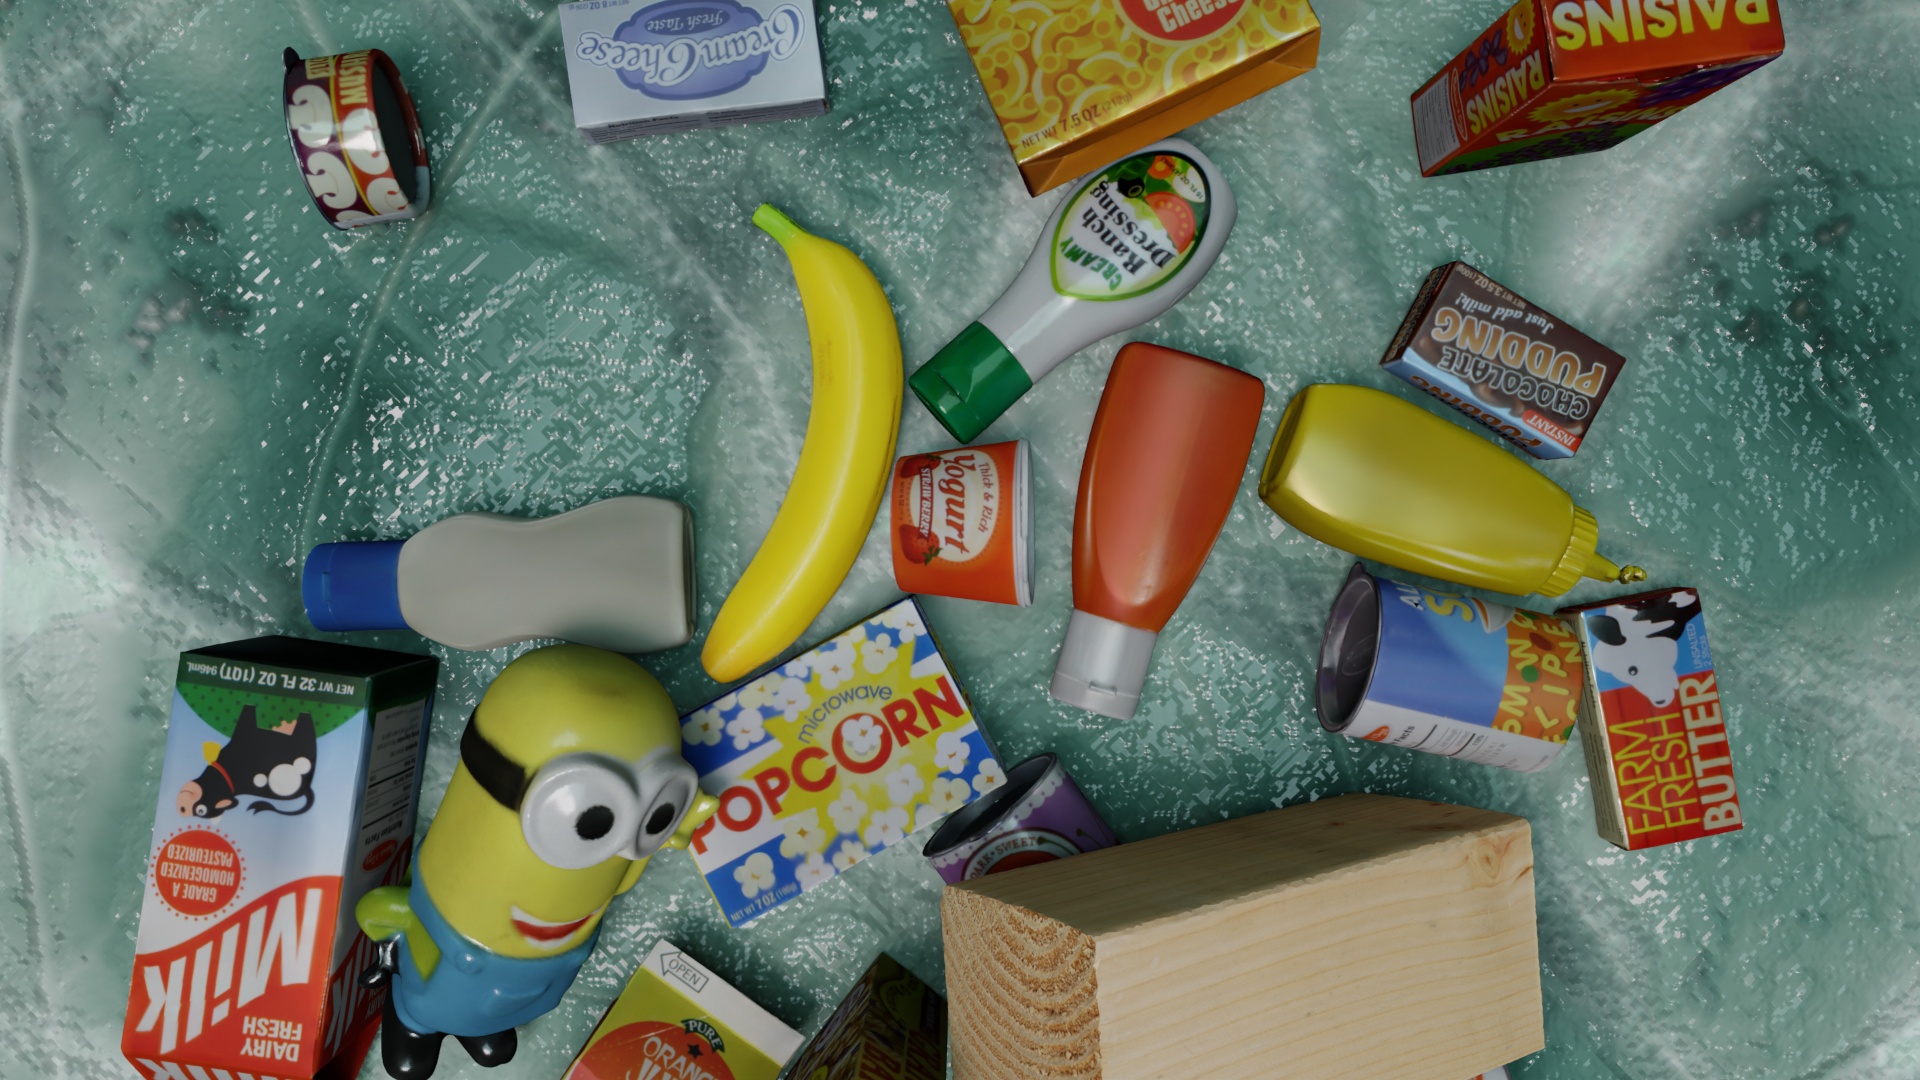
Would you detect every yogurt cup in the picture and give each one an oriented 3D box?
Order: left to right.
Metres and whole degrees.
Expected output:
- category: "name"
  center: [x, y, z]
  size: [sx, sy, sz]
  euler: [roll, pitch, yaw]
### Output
- category: "yogurt cup"
  center: [0.002, -0.007, 0.555]
  size: [0.054, 0.072, 0.072]
  euler: [-1, 90, 6]

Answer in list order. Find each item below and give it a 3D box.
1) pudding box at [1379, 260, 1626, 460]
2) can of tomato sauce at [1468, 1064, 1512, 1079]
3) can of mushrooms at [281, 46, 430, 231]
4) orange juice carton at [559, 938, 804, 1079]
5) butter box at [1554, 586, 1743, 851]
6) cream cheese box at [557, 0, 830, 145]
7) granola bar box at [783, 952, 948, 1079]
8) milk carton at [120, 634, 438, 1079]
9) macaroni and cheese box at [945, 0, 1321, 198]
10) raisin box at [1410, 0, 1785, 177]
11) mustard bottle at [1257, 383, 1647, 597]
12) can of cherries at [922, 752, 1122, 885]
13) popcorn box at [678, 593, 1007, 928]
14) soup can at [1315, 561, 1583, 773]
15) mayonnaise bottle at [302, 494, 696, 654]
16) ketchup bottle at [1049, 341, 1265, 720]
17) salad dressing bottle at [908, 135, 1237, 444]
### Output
- category: "pudding box"
  center: [0.225, -0.074, 0.580]
  size: [0.084, 0.030, 0.049]
  euler: [30, 90, -1]
- category: "can of tomato sauce"
  center: [0.171, 0.235, 0.558]
  size: [0.083, 0.071, 0.071]
  euler: [3, 90, -1]
- category: "can of mushrooms"
  center: [-0.236, -0.159, 0.544]
  size: [0.033, 0.071, 0.071]
  euler: [-10, 90, -3]
- category: "orange juice carton"
  center: [-0.143, 0.254, 0.542]
  size: [0.072, 0.073, 0.192]
  euler: [35, 88, -2]
- category: "butter box"
  center: [0.290, 0.074, 0.584]
  size: [0.053, 0.024, 0.103]
  euler: [-11, 90, -2]
- category: "cream cheese box"
  center: [-0.108, -0.198, 0.572]
  size: [0.104, 0.024, 0.053]
  euler: [-8, 91, -2]
- category: "granola bar box"
  center: [-0.056, 0.230, 0.499]
  size: [0.039, 0.165, 0.124]
  euler: [36, 89, 1]
- category: "milk carton"
  center: [-0.263, 0.137, 0.538]
  size: [0.072, 0.073, 0.190]
  euler: [8, 90, -2]
- category: "macaroni and cheese box"
  center: [0.050, -0.239, 0.547]
  size: [0.123, 0.040, 0.166]
  euler: [-23, 80, 7]
- category: "raisin box"
  center: [0.238, -0.179, 0.535]
  size: [0.086, 0.123, 0.040]
  euler: [-8, 90, -2]
- category: "mustard bottle"
  center: [0.205, -0.011, 0.570]
  size: [0.160, 0.049, 0.065]
  euler: [23, 84, -2]
- category: "can of cherries"
  center: [0.028, 0.128, 0.550]
  size: [0.071, 0.071, 0.058]
  euler: [-36, 92, -2]
- category: "popcorn box"
  center: [-0.055, 0.088, 0.564]
  size: [0.127, 0.038, 0.085]
  euler: [-28, 89, -2]
- category: "soup can"
  center: [0.196, 0.051, 0.561]
  size: [0.084, 0.071, 0.071]
  euler: [12, 89, -3]
- category: "mayonnaise bottle"
  center: [-0.183, 0.016, 0.559]
  size: [0.148, 0.041, 0.064]
  euler: [-2, 88, -1]
- category: "ketchup bottle"
  center: [0.074, -0.003, 0.567]
  size: [0.065, 0.043, 0.148]
  euler: [17, 89, -1]
- category: "salad dressing bottle"
  center: [0.045, -0.100, 0.566]
  size: [0.148, 0.044, 0.064]
  euler: [-42, 81, -2]
